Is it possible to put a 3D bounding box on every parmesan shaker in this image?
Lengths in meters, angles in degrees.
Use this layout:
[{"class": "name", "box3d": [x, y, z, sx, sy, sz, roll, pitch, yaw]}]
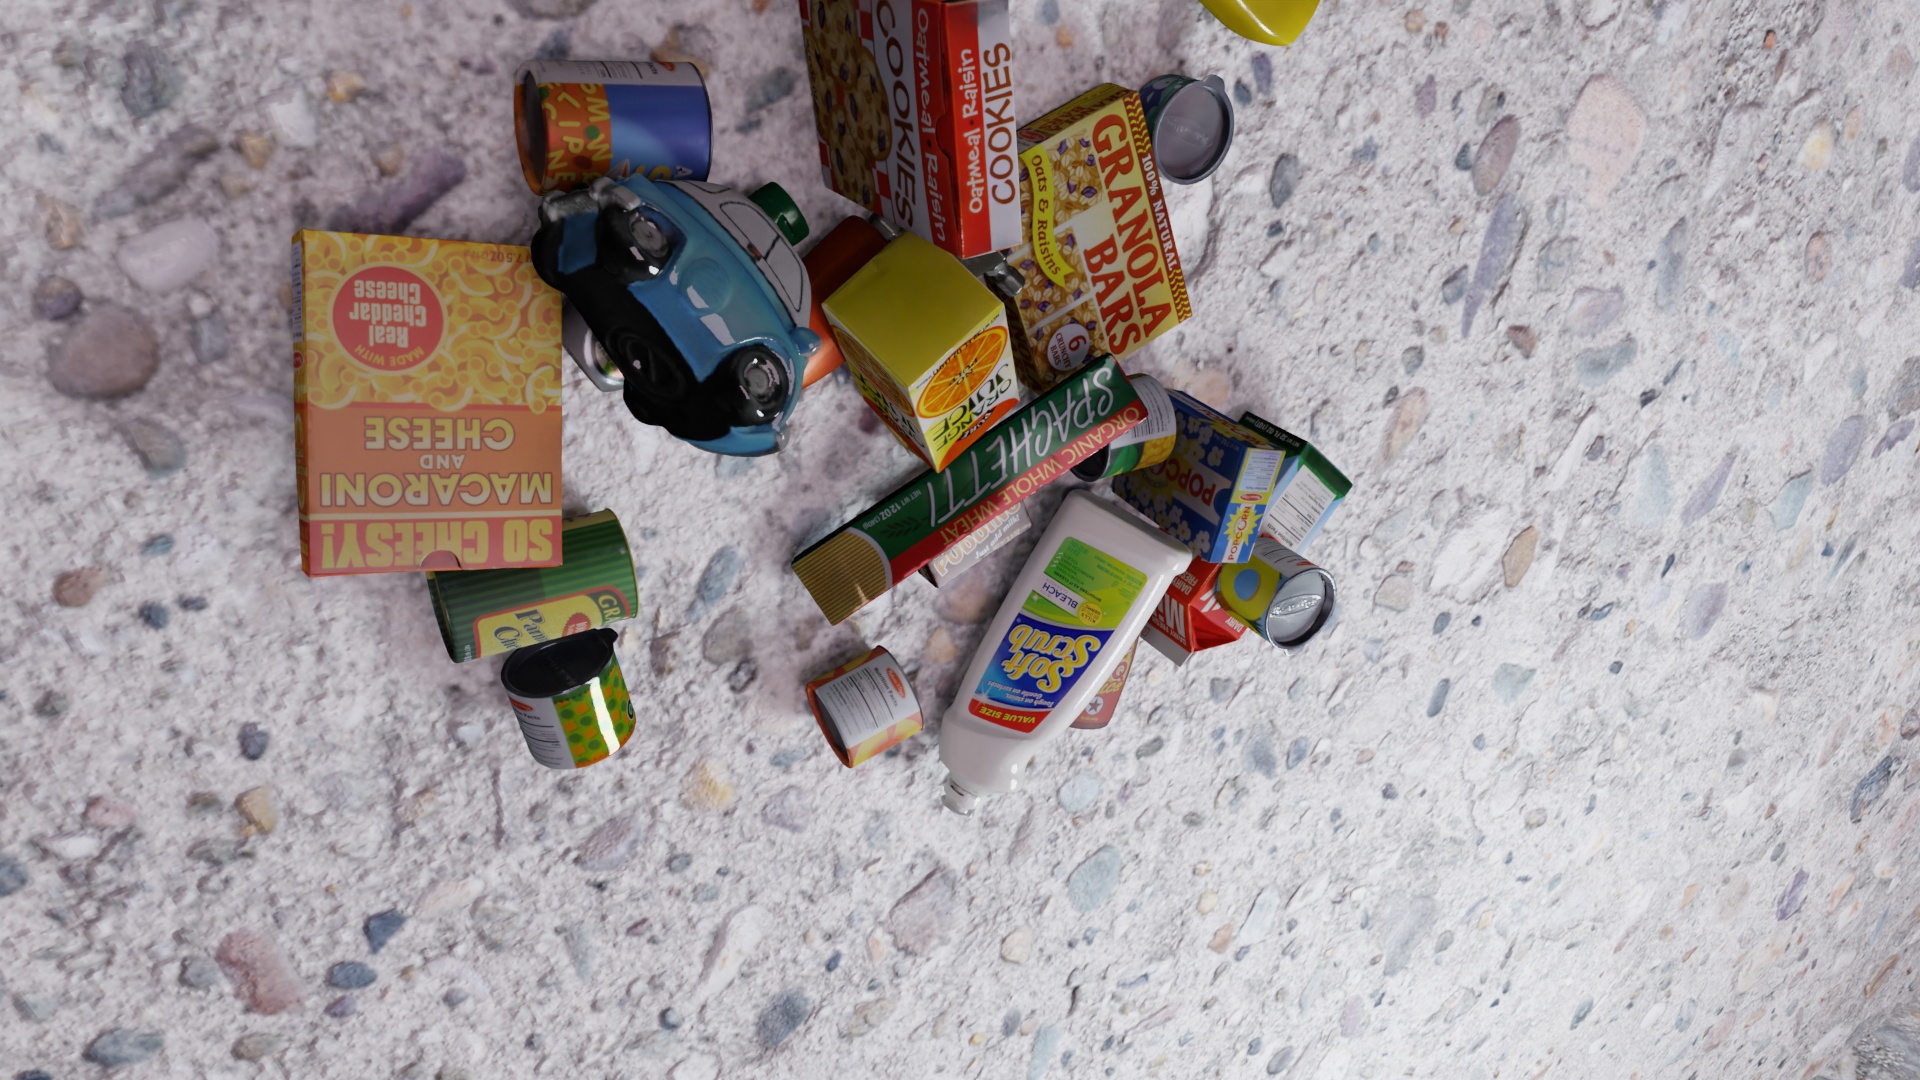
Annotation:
[{"class": "parmesan shaker", "box3d": [-0.243, 0.026, 0.787, 0.103, 0.071, 0.071, -15, 122, -25]}]

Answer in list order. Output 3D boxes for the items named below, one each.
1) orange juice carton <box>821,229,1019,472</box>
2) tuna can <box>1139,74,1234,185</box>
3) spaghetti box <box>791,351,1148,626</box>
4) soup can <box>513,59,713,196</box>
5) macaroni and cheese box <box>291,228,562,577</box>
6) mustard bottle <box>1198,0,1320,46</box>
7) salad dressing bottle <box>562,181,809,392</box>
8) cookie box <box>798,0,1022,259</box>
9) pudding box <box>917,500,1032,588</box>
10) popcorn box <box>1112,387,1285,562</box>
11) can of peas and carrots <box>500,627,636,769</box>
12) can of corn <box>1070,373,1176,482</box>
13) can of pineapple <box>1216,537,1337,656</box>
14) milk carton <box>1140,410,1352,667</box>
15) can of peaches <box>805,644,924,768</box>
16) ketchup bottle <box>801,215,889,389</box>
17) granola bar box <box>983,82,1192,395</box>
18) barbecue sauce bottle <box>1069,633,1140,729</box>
[{"class": "orange juice carton", "box3d": [-0.017, -0.102, 0.828, 0.072, 0.073, 0.192, -43, 165, -6]}, {"class": "tuna can", "box3d": [0.143, -0.269, 0.900, 0.071, 0.033, 0.070, -16, 122, -26]}, {"class": "spaghetti box", "box3d": [0.006, -0.034, 0.897, 0.250, 0.029, 0.050, -34, 99, 1]}, {"class": "soup can", "box3d": [-0.176, -0.206, 0.703, 0.084, 0.071, 0.071, -10, 119, -28]}, {"class": "macaroni and cheese box", "box3d": [-0.267, -0.067, 0.702, 0.124, 0.040, 0.166, -2, 96, -32]}, {"class": "mustard bottle", "box3d": [0.158, -0.365, 0.848, 0.160, 0.049, 0.065, 23, 100, -38]}, {"class": "salad dressing bottle", "box3d": [-0.152, -0.142, 0.768, 0.148, 0.044, 0.064, -39, 132, -10]}, {"class": "cookie box", "box3d": [-0.029, -0.228, 0.721, 0.040, 0.168, 0.122, -20, 124, -22]}, {"class": "pudding box", "box3d": [0.003, -0.012, 0.949, 0.084, 0.030, 0.049, -33, 127, -15]}, {"class": "popcorn box", "box3d": [0.163, -0.048, 0.971, 0.038, 0.127, 0.085, 4, 112, -30]}, {"class": "can of peas and carrots", "box3d": [-0.230, 0.092, 0.829, 0.071, 0.071, 0.058, -23, 126, -21]}, {"class": "can of corn", "box3d": [0.105, -0.078, 0.959, 0.058, 0.071, 0.070, -15, 122, -27]}, {"class": "can of pineapple", "box3d": [0.228, 0.040, 1.010, 0.071, 0.058, 0.070, -14, 120, -26]}, {"class": "milk carton", "box3d": [0.203, 0.005, 1.062, 0.073, 0.072, 0.190, 34, 93, -39]}, {"class": "can of peaches", "box3d": [-0.066, 0.115, 0.949, 0.058, 0.071, 0.071, -27, 126, -19]}, {"class": "ketchup bottle", "box3d": [-0.095, -0.120, 0.817, 0.149, 0.043, 0.064, -45, 137, -5]}, {"class": "granola bar box", "box3d": [0.075, -0.190, 0.894, 0.124, 0.039, 0.164, -32, 128, -14]}, {"class": "barbecue sauce bottle", "box3d": [0.108, 0.069, 1.052, 0.065, 0.044, 0.148, 10, 108, -33]}]
